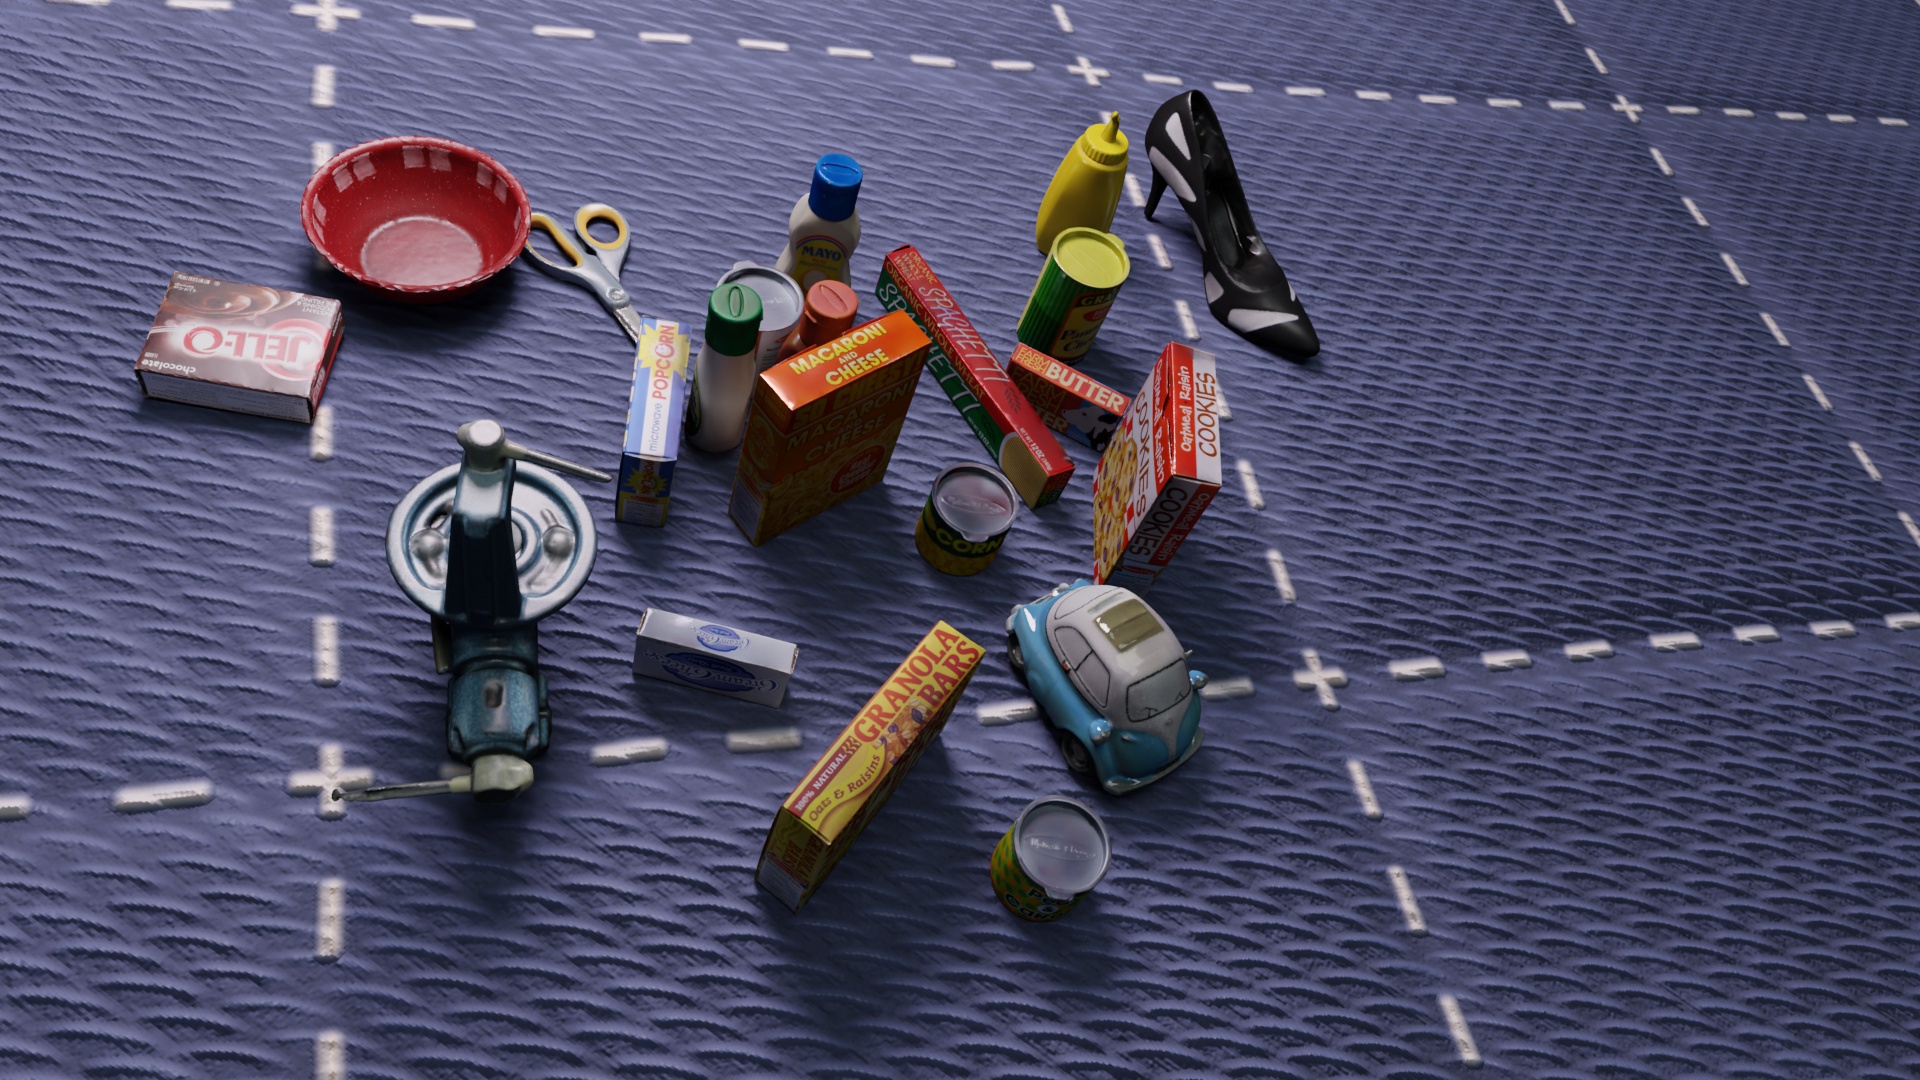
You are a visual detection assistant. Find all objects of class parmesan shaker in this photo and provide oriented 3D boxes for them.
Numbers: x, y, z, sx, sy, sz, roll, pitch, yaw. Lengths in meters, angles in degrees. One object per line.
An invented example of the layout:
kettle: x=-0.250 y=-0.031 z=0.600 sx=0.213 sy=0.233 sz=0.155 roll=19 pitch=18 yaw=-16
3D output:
parmesan shaker: x=0.095 y=-0.204 z=1.166 sx=0.071 sy=0.102 sz=0.071 roll=8 pitch=55 yaw=-12

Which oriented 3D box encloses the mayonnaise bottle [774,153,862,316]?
mayonnaise bottle: x=-0.109 y=-0.238 z=1.098 sx=0.065 sy=0.147 sz=0.041 roll=9 pitch=55 yaw=-12

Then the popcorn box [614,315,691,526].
popcorn box: x=-0.221 y=-0.085 z=0.998 sx=0.038 sy=0.084 sz=0.127 roll=7 pitch=55 yaw=-13

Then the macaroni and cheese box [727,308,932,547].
macaroni and cheese box: x=-0.096 y=-0.078 z=0.982 sx=0.124 sy=0.165 sz=0.040 roll=-31 pitch=70 yaw=-32

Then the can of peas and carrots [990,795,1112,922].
can of peas and carrots: x=0.058 y=0.210 z=0.902 sx=0.071 sy=0.058 sz=0.071 roll=8 pitch=55 yaw=-12

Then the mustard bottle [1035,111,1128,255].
mustard bottle: x=0.113 y=-0.312 z=1.210 sx=0.065 sy=0.159 sz=0.049 roll=17 pitch=54 yaw=-6

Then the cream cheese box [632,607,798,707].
cream cheese box: x=-0.164 y=0.079 z=0.924 sx=0.104 sy=0.053 sz=0.024 roll=15 pitch=54 yaw=-7

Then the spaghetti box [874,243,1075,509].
spaghetti box: x=0.007 y=-0.135 z=1.125 sx=0.029 sy=0.050 sz=0.250 roll=-22 pitch=66 yaw=-29

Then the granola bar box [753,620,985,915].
granola bar box: x=-0.058 y=0.141 z=0.871 sx=0.039 sy=0.123 sz=0.166 roll=36 pitch=54 yaw=8

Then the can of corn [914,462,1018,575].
can of corn: x=0.004 y=-0.013 z=1.036 sx=0.071 sy=0.058 sz=0.071 roll=8 pitch=55 yaw=-12

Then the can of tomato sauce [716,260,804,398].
can of tomato sauce: x=-0.161 y=-0.161 z=1.070 sx=0.071 sy=0.082 sz=0.071 roll=8 pitch=55 yaw=-12

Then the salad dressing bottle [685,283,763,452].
salad dressing bottle: x=-0.170 y=-0.123 z=1.001 sx=0.044 sy=0.146 sz=0.064 roll=4 pitch=56 yaw=-15

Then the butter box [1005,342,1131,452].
butter box: x=0.082 y=-0.116 z=1.134 sx=0.103 sy=0.052 sz=0.024 roll=28 pitch=53 yaw=2

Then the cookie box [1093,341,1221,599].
cookie box: x=0.142 y=-0.046 z=1.034 sx=0.040 sy=0.166 sz=0.123 roll=11 pitch=55 yaw=-10

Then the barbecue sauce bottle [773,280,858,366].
barbecue sauce bottle: x=-0.107 y=-0.128 z=1.023 sx=0.044 sy=0.147 sz=0.065 roll=-32 pitch=71 yaw=-32
